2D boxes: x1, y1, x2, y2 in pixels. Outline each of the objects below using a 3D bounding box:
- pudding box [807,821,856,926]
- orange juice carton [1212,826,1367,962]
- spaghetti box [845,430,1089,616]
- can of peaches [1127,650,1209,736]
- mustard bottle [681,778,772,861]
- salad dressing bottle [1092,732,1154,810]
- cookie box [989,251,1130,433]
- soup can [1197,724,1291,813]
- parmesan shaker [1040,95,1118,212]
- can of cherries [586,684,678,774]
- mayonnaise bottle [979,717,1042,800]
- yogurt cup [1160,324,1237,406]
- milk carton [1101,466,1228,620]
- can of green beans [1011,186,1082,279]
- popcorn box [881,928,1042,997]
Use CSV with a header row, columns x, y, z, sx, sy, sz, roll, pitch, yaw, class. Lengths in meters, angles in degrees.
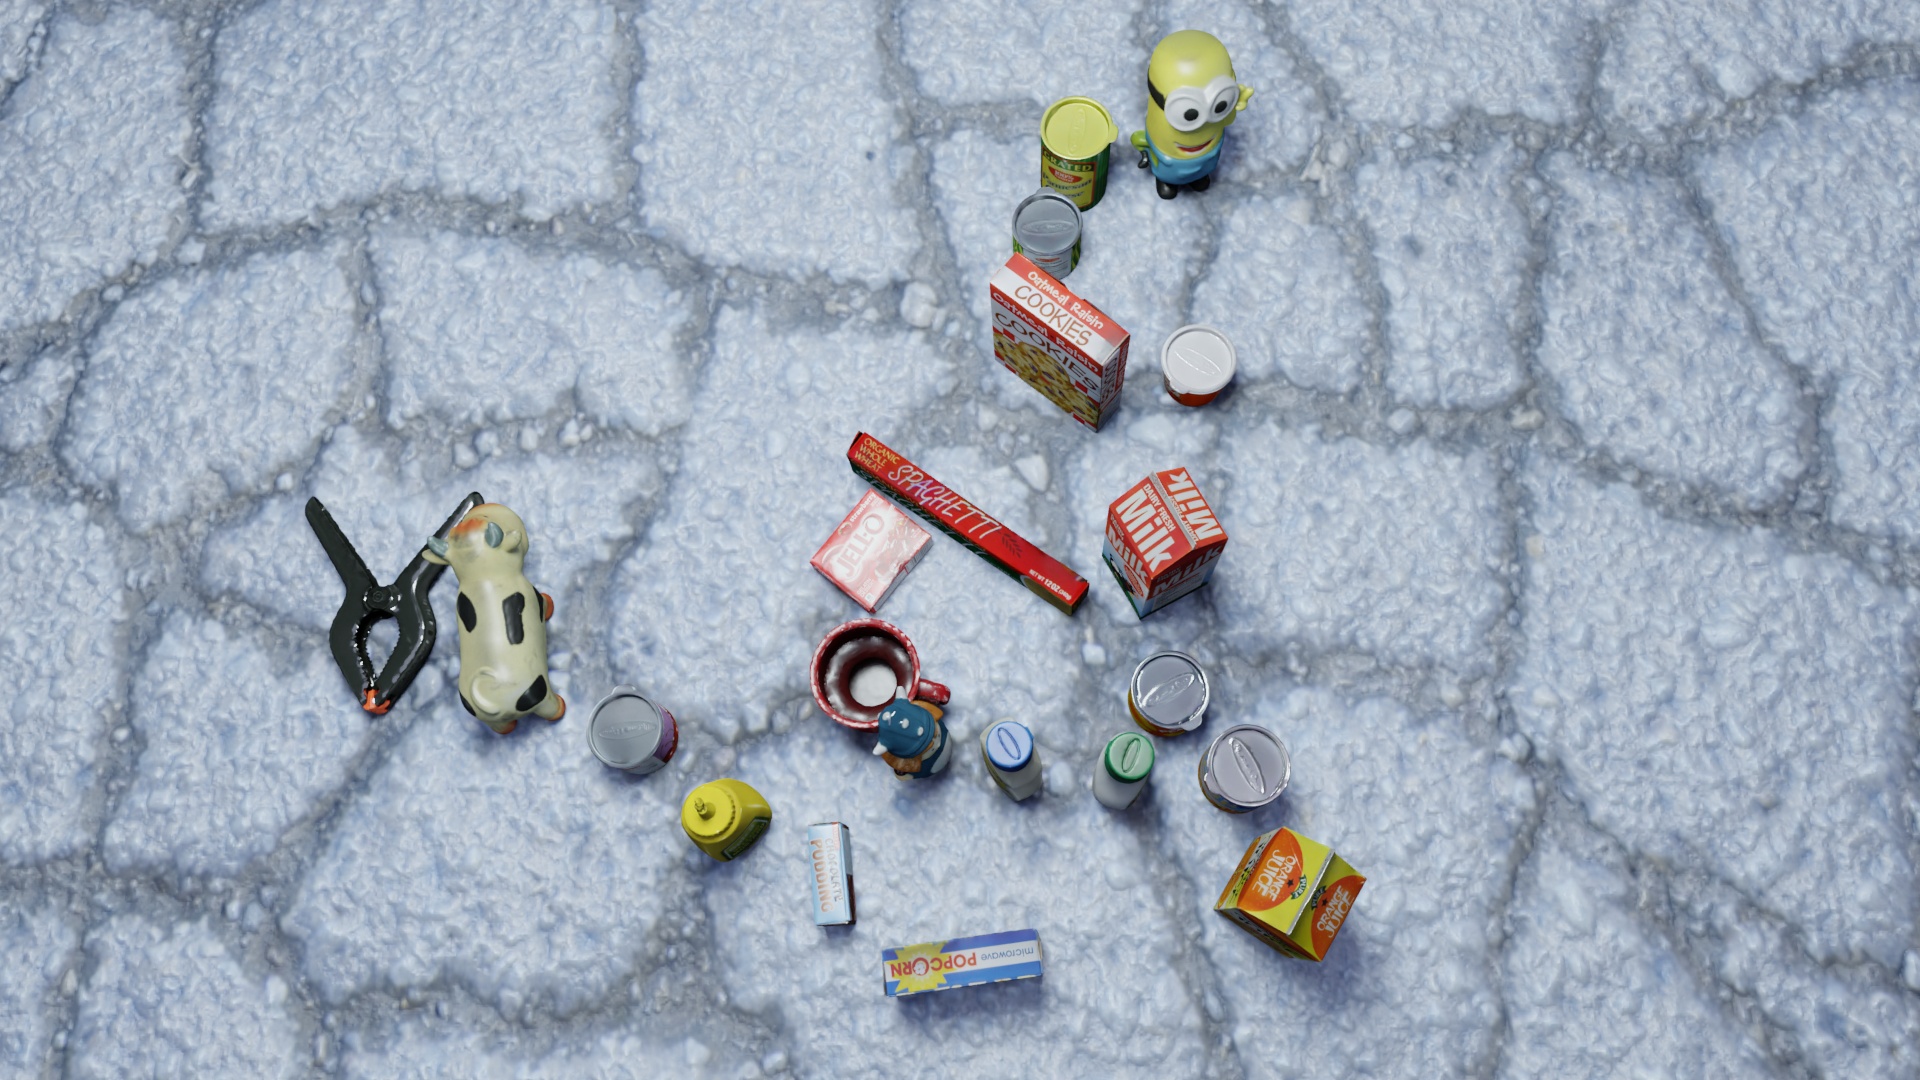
x,y,z,sx,sy,sz,roll,pitch,yaw,class
-0.107,0.280,1.163,0.030,0.049,0.084,-7,74,1,pudding box
0.254,0.274,1.072,0.073,0.192,0.072,32,78,11,orange juice carton
0.004,-0.016,1.243,0.250,0.050,0.029,34,79,12,spaghetti box
0.178,0.134,1.186,0.071,0.058,0.071,-1,74,3,can of peaches
-0.195,0.225,1.126,0.049,0.160,0.065,41,80,13,mustard bottle
0.133,0.184,1.128,0.044,0.147,0.064,22,77,9,salad dressing bottle
0.086,-0.171,1.223,0.123,0.167,0.040,38,80,12,cookie box
0.231,0.192,1.153,0.071,0.083,0.071,-1,74,3,soup can
0.111,-0.361,1.310,0.071,0.103,0.071,-1,74,3,parmesan shaker
-0.282,0.164,1.201,0.071,0.058,0.071,-1,74,3,can of cherries
0.041,0.175,1.135,0.041,0.147,0.065,-31,75,-6,mayonnaise bottle
0.216,-0.157,1.271,0.072,0.054,0.072,-1,74,3,yogurt cup
0.169,0.000,1.157,0.073,0.190,0.072,-28,75,-5,milk carton
0.082,-0.286,1.313,0.071,0.057,0.071,-1,74,3,can of green beans
0.003,0.340,1.121,0.127,0.085,0.038,-8,74,1,popcorn box
